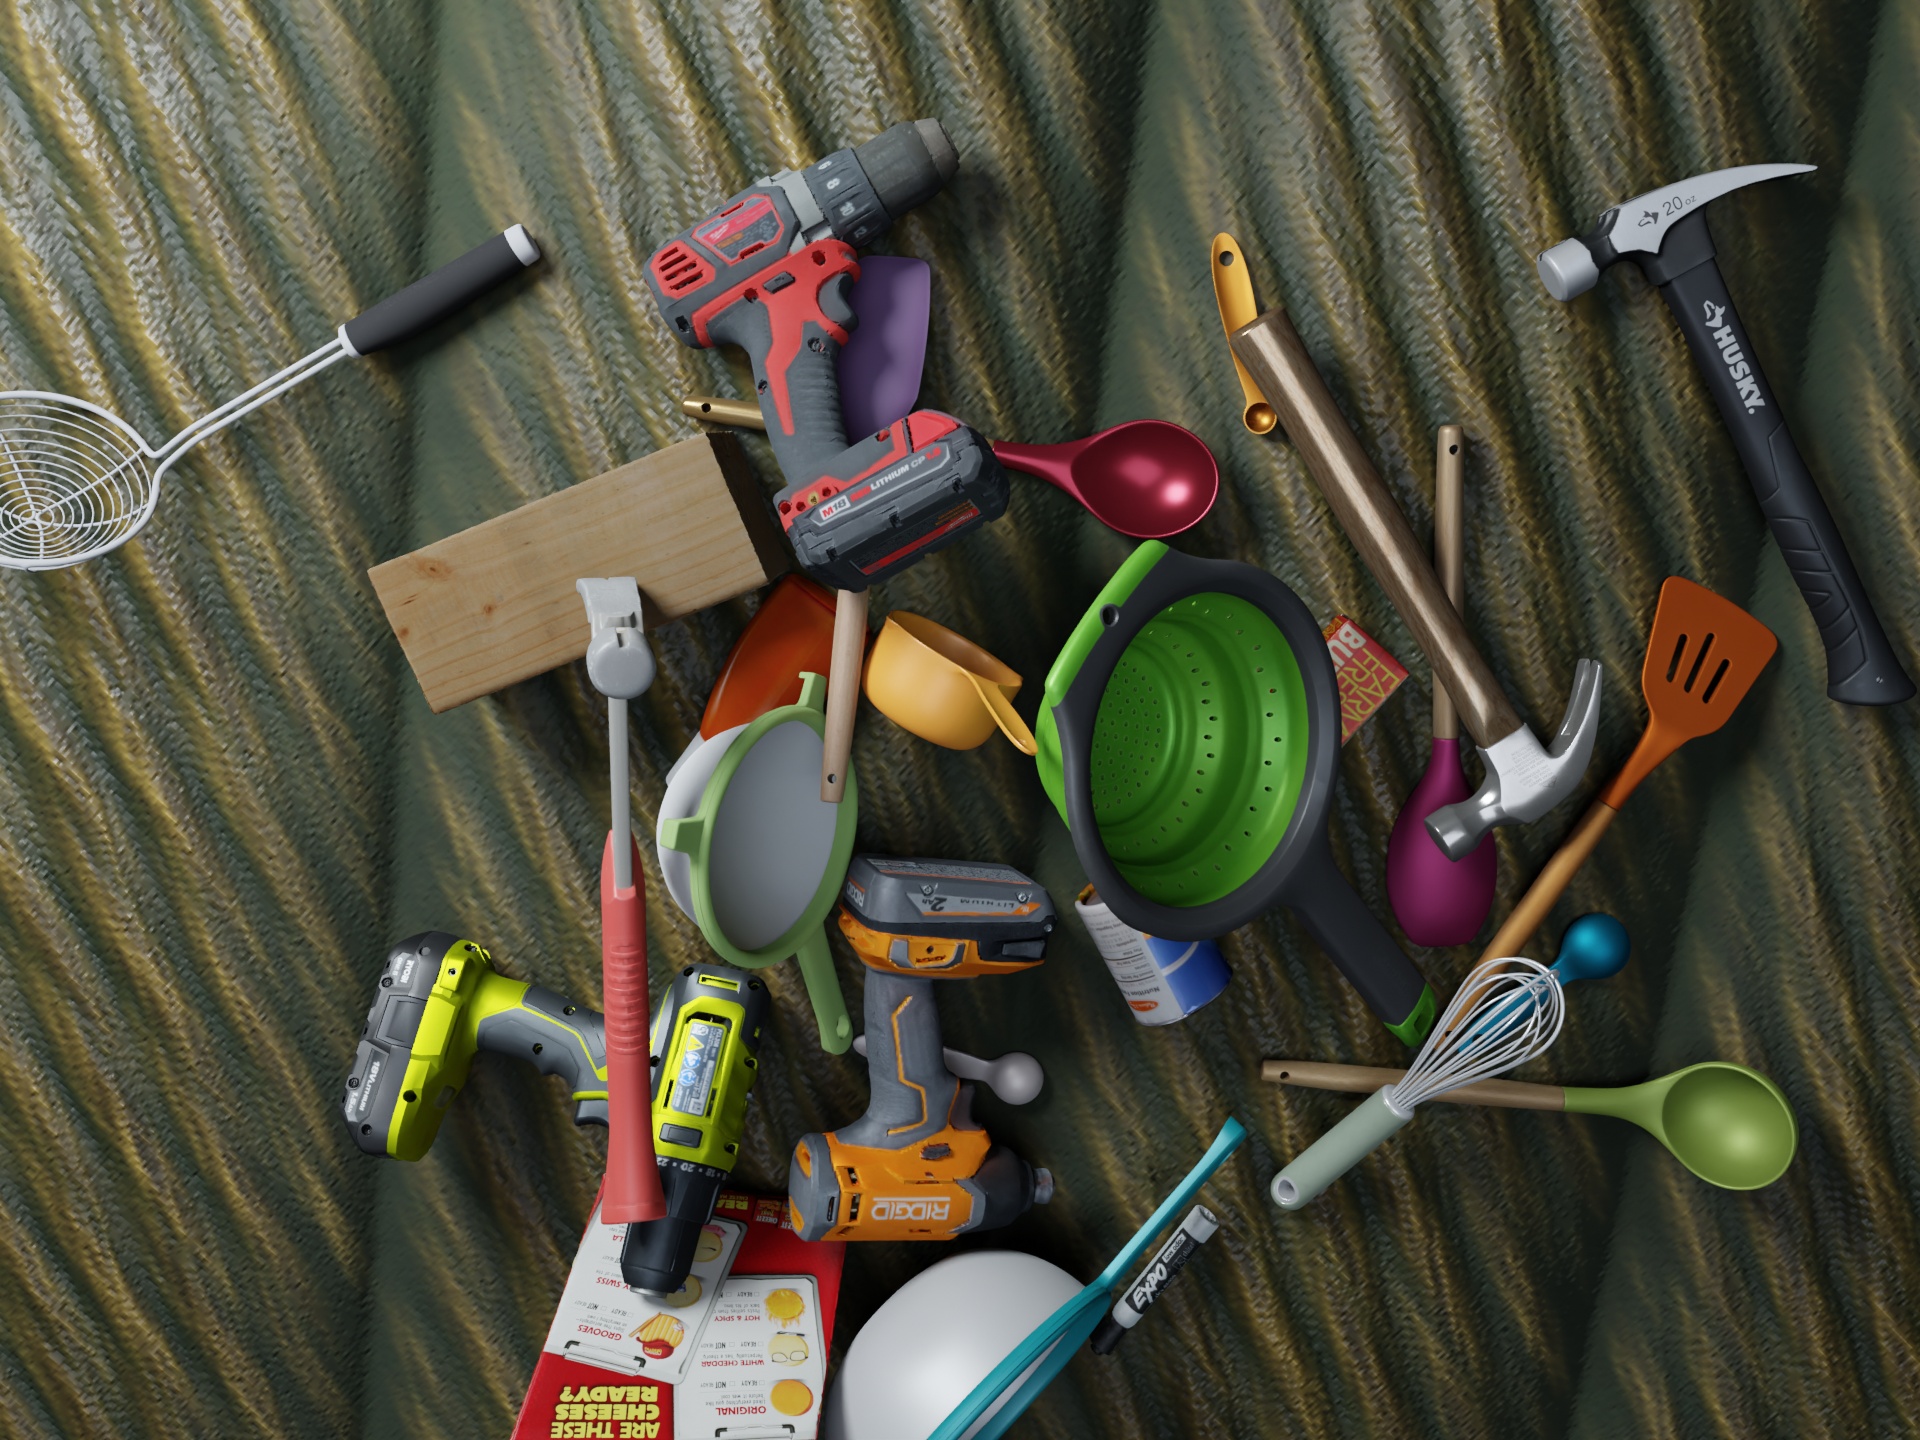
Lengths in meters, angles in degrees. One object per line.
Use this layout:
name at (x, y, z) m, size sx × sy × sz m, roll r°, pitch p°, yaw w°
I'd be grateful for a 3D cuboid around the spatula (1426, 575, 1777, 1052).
spatula at (0.376, 0.068, 0.966) m, size 0.081 × 0.041 × 0.322 m, roll 29°, pitch 105°, yaw -5°

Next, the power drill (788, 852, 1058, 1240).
power drill at (-0.008, 0.201, 0.954) m, size 0.164 × 0.084 × 0.226 m, roll 7°, pitch 96°, yaw -20°

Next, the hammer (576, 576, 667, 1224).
hammer at (-0.180, 0.106, 0.849) m, size 0.036 × 0.149 × 0.359 m, roll -3°, pitch 109°, yaw -15°

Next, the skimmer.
skimmer at (-0.413, -0.198, 0.898) m, size 0.363 × 0.090 × 0.127 m, roll -28°, pitch 68°, yaw 4°

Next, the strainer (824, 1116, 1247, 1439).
strainer at (0.033, 0.350, 0.982) m, size 0.095 × 0.210 × 0.340 m, roll 41°, pitch 79°, yaw 22°

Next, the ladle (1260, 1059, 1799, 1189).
ladle at (0.348, 0.236, 0.983) m, size 0.320 × 0.062 × 0.078 m, roll 5°, pitch 100°, yaw 3°

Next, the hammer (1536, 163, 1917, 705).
hammer at (0.469, -0.155, 0.912) m, size 0.146 × 0.035 × 0.334 m, roll -29°, pitch 99°, yaw 7°

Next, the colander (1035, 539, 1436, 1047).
colander at (0.156, 0.064, 0.919) m, size 0.396 × 0.094 × 0.204 m, roll 48°, pitch 68°, yaw -31°

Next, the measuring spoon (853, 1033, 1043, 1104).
measuring spoon at (-0.008, 0.219, 1.007) m, size 0.124 × 0.018 × 0.034 m, roll 13°, pitch 102°, yaw -1°

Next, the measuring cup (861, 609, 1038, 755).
measuring cup at (-0.001, -0.003, 0.888) m, size 0.095 × 0.174 × 0.052 m, roll 23°, pitch 106°, yaw -28°

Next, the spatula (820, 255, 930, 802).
spatula at (-0.059, -0.111, 0.907) m, size 0.060 × 0.018 × 0.316 m, roll 5°, pitch 87°, yaw 8°

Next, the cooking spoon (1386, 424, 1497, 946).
cooking spoon at (0.291, -0.015, 0.952) m, size 0.069 × 0.017 × 0.319 m, roll -3°, pitch 101°, yaw 0°

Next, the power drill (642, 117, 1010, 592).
power drill at (-0.052, -0.206, 0.869) m, size 0.188 × 0.080 × 0.227 m, roll -28°, pitch 77°, yaw 7°

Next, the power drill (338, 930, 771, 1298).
power drill at (-0.241, 0.228, 0.954) m, size 0.228 × 0.080 × 0.191 m, roll 12°, pitch 70°, yaw 1°

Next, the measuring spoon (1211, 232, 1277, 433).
measuring spoon at (0.163, -0.223, 0.921) m, size 0.021 × 0.011 × 0.117 m, roll -13°, pitch 97°, yaw 4°

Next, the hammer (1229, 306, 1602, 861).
hammer at (0.255, -0.087, 0.910) m, size 0.130 × 0.031 × 0.331 m, roll -32°, pitch 98°, yaw 3°

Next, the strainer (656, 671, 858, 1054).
strainer at (-0.117, 0.102, 0.942) m, size 0.069 × 0.151 × 0.256 m, roll 11°, pitch 133°, yaw 27°

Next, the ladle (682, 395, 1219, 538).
ladle at (-0.007, -0.159, 0.928) m, size 0.315 × 0.031 × 0.069 m, roll 9°, pitch 92°, yaw 2°

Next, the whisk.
whisk at (0.269, 0.225, 0.957) m, size 0.246 × 0.059 × 0.058 m, roll -52°, pitch 59°, yaw 31°

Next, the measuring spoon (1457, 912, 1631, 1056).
measuring spoon at (0.361, 0.169, 0.979) m, size 0.128 × 0.021 × 0.042 m, roll -39°, pitch 100°, yaw 2°
